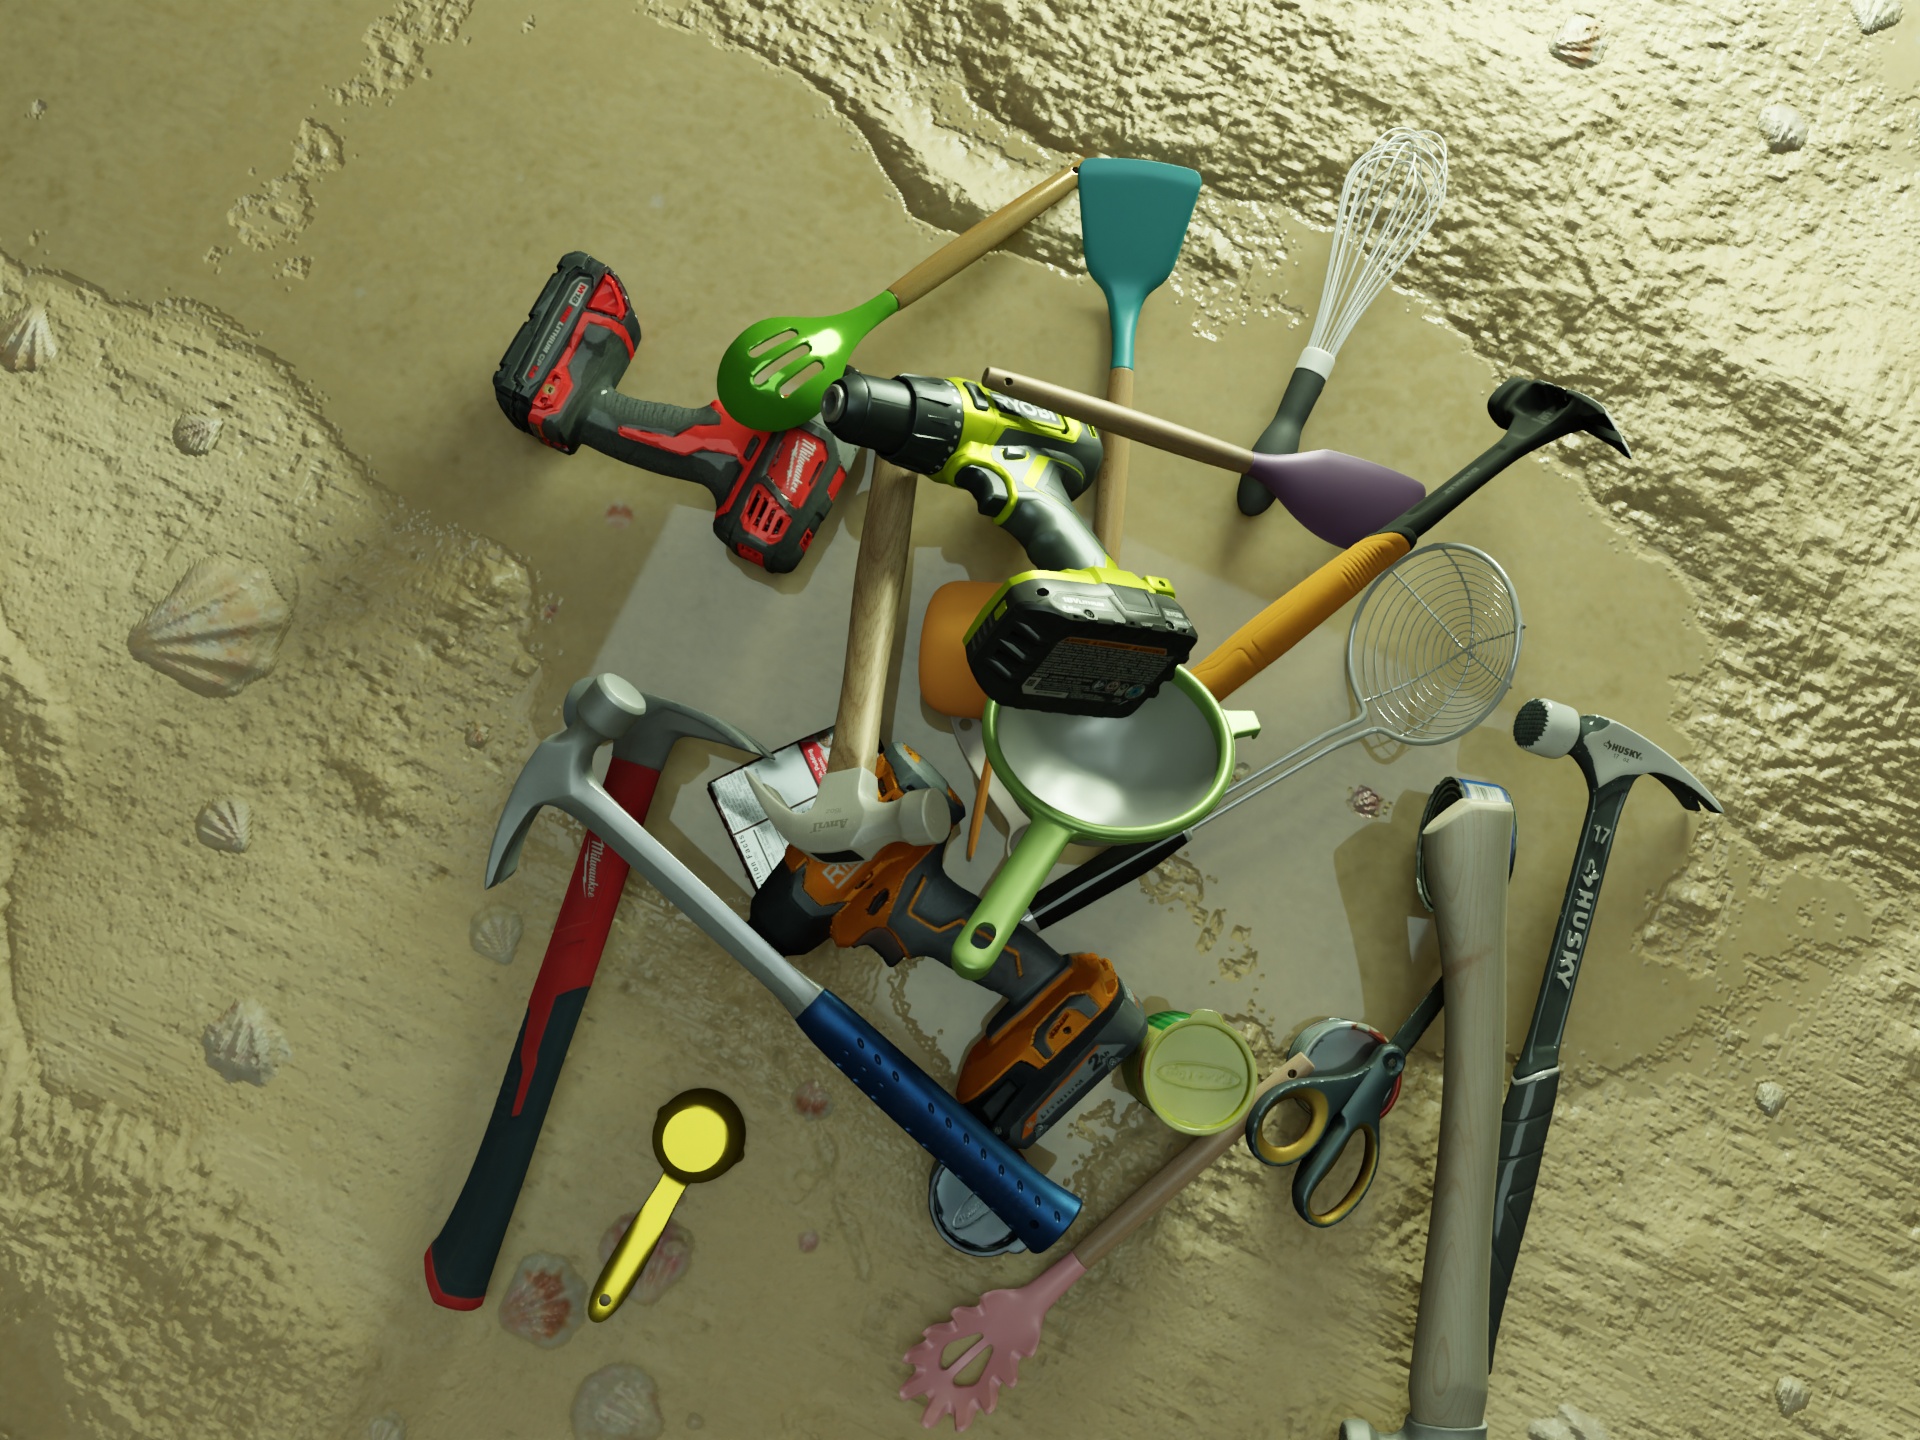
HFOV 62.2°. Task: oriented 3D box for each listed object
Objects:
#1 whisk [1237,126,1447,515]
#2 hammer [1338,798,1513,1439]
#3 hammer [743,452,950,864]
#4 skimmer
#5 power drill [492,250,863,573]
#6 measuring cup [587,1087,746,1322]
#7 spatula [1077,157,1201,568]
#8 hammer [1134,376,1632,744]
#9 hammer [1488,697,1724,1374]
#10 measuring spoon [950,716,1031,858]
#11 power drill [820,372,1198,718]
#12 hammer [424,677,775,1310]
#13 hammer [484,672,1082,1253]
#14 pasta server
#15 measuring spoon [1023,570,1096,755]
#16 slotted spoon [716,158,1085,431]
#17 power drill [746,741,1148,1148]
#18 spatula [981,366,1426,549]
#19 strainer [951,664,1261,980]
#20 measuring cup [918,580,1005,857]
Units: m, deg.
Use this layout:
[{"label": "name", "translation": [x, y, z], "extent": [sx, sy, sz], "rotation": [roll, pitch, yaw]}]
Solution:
[{"label": "whisk", "translation": [0.249, -0.264, 1.052], "extent": [0.070, 0.070, 0.284], "rotation": [24, 87, 2]}, {"label": "hammer", "translation": [0.306, 0.252, 0.932], "extent": [0.146, 0.038, 0.410], "rotation": [3, 92, 5]}, {"label": "hammer", "translation": [-0.054, -0.066, 0.971], "extent": [0.130, 0.031, 0.332], "rotation": [-12, 55, 28]}, {"label": "skimmer", "translation": [0.184, 0.019, 0.993], "extent": [0.363, 0.090, 0.127], "rotation": [-30, 49, -2]}, {"label": "power drill", "translation": [-0.173, -0.203, 1.027], "extent": [0.219, 0.078, 0.143], "rotation": [28, 83, 0]}, {"label": "measuring cup", "translation": [-0.187, 0.300, 0.977], "extent": [0.062, 0.029, 0.156], "rotation": [29, 81, 3]}, {"label": "spatula", "translation": [0.104, -0.209, 1.047], "extent": [0.082, 0.044, 0.317], "rotation": [5, 83, -4]}, {"label": "hammer", "translation": [0.251, -0.093, 0.994], "extent": [0.337, 0.127, 0.034], "rotation": [-38, 113, 5]}, {"label": "hammer", "translation": [0.365, 0.201, 0.988], "extent": [0.149, 0.036, 0.409], "rotation": [17, 86, -18]}, {"label": "measuring spoon", "translation": [0.025, 0.044, 1.027], "extent": [0.034, 0.018, 0.124], "rotation": [-26, 76, -10]}, {"label": "power drill", "translation": [0.027, -0.116, 0.940], "extent": [0.190, 0.080, 0.229], "rotation": [5, 47, -37]}, {"label": "hammer", "translation": [-0.233, 0.173, 0.973], "extent": [0.143, 0.038, 0.386], "rotation": [15, 84, 24]}, {"label": "hammer", "translation": [-0.098, 0.159, 0.913], "extent": [0.405, 0.035, 0.144], "rotation": [42, 104, 1]}, {"label": "pasta server", "translation": [0.092, 0.310, 0.963], "extent": [0.316, 0.040, 0.060], "rotation": [-41, 77, 0]}, {"label": "measuring spoon", "translation": [0.057, -0.036, 1.039], "extent": [0.042, 0.021, 0.129], "rotation": [-11, 73, -4]}, {"label": "slotted spoon", "translation": [-0.027, -0.286, 1.028], "extent": [0.314, 0.031, 0.070], "rotation": [-39, 88, -21]}, {"label": "power drill", "translation": [-0.016, 0.146, 0.958], "extent": [0.164, 0.084, 0.226], "rotation": [-44, 94, 4]}, {"label": "spatula", "translation": [0.159, -0.169, 1.009], "extent": [0.315, 0.018, 0.060], "rotation": [15, 93, -18]}, {"label": "strainer", "translation": [0.060, 0.062, 0.928], "extent": [0.151, 0.069, 0.256], "rotation": [26, 54, 13]}, {"label": "measuring cup", "translation": [-0.002, -0.003, 0.999], "extent": [0.052, 0.095, 0.173], "rotation": [9, 90, 11]}]
